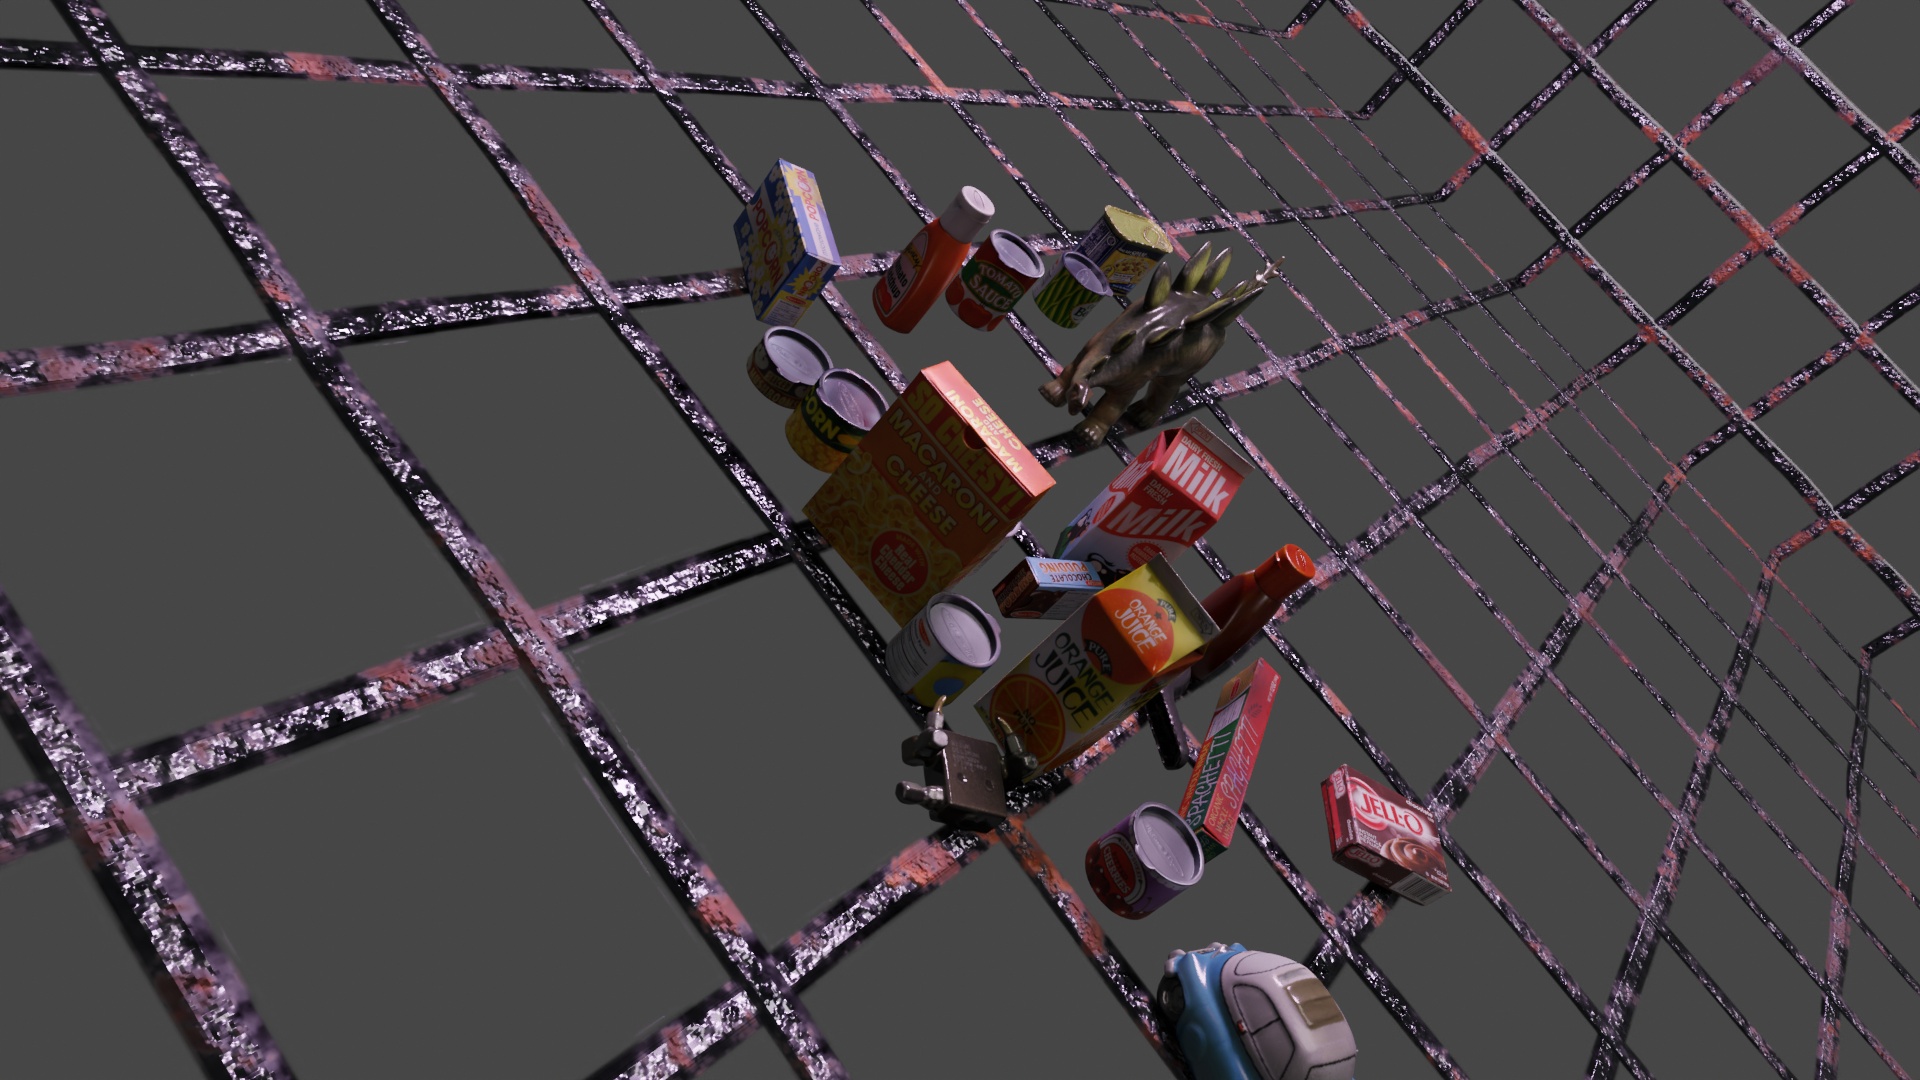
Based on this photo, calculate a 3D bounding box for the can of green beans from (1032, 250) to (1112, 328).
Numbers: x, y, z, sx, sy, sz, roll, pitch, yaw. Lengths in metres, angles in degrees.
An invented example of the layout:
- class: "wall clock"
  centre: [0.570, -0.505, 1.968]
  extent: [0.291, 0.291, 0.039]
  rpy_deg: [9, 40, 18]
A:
- class: "can of green beans"
  centre: [0.121, -0.276, 1.533]
  extent: [0.071, 0.057, 0.071]
  rpy_deg: [27, 38, -23]

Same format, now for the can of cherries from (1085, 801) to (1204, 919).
- class: "can of cherries"
  centre: [0.131, 0.232, 1.005]
  extent: [0.071, 0.058, 0.072]
  rpy_deg: [27, 38, -23]

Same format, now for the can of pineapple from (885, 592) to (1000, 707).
- class: "can of pineapple"
  centre: [-0.012, 0.081, 1.021]
  extent: [0.071, 0.057, 0.071]
  rpy_deg: [27, 38, -23]

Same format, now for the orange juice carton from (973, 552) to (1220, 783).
- class: "orange juice carton"
  centre: [0.103, 0.091, 1.007]
  extent: [0.073, 0.191, 0.072]
  rpy_deg: [-12, 63, -51]

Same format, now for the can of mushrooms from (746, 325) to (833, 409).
- class: "can of mushrooms"
  centre: [-0.142, -0.141, 1.146]
  extent: [0.071, 0.033, 0.071]
  rpy_deg: [27, 38, -23]

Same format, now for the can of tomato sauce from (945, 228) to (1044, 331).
- class: "can of tomato sauce"
  centre: [0.033, -0.261, 1.406]
  extent: [0.071, 0.082, 0.071]
  rpy_deg: [27, 38, -23]

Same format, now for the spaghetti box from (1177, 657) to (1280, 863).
- class: "spaghetti box"
  centre: [0.220, 0.182, 1.155]
  extent: [0.028, 0.050, 0.251]
  rpy_deg: [42, 34, -3]

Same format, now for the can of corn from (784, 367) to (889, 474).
- class: "can of corn"
  centre: [-0.101, -0.096, 1.117]
  extent: [0.071, 0.058, 0.071]
  rpy_deg: [27, 38, -23]

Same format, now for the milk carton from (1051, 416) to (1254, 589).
- class: "milk carton"
  centre: [0.162, -0.023, 1.190]
  extent: [0.072, 0.189, 0.074]
  rpy_deg: [38, 35, -9]

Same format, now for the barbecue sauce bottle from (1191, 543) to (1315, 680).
- class: "barbecue sauce bottle"
  centre: [0.247, 0.060, 1.225]
  extent: [0.043, 0.148, 0.065]
  rpy_deg: [30, 37, -20]

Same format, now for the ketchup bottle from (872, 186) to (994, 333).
- class: "ketchup bottle"
  centre: [-0.025, -0.263, 1.291]
  extent: [0.043, 0.148, 0.065]
  rpy_deg: [16, 43, -35]

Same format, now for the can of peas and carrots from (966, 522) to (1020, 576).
- class: "can of peas and carrots"
  centre: [0.004, -0.014, 1.137]
  extent: [0.071, 0.058, 0.071]
  rpy_deg: [27, 38, -23]

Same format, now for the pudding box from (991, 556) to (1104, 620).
- class: "pudding box"
  centre: [0.074, 0.041, 1.157]
  extent: [0.084, 0.049, 0.030]
  rpy_deg: [4, 50, -43]

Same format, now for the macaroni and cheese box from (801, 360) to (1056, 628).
- class: "macaroni and cheese box"
  centre: [-0.027, -0.031, 1.028]
  extent: [0.124, 0.165, 0.040]
  rpy_deg: [49, 34, 7]

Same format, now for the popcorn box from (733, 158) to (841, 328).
- class: "popcorn box"
  centre: [-0.153, -0.258, 1.212]
  extent: [0.038, 0.085, 0.127]
  rpy_deg: [13, 45, -37]
